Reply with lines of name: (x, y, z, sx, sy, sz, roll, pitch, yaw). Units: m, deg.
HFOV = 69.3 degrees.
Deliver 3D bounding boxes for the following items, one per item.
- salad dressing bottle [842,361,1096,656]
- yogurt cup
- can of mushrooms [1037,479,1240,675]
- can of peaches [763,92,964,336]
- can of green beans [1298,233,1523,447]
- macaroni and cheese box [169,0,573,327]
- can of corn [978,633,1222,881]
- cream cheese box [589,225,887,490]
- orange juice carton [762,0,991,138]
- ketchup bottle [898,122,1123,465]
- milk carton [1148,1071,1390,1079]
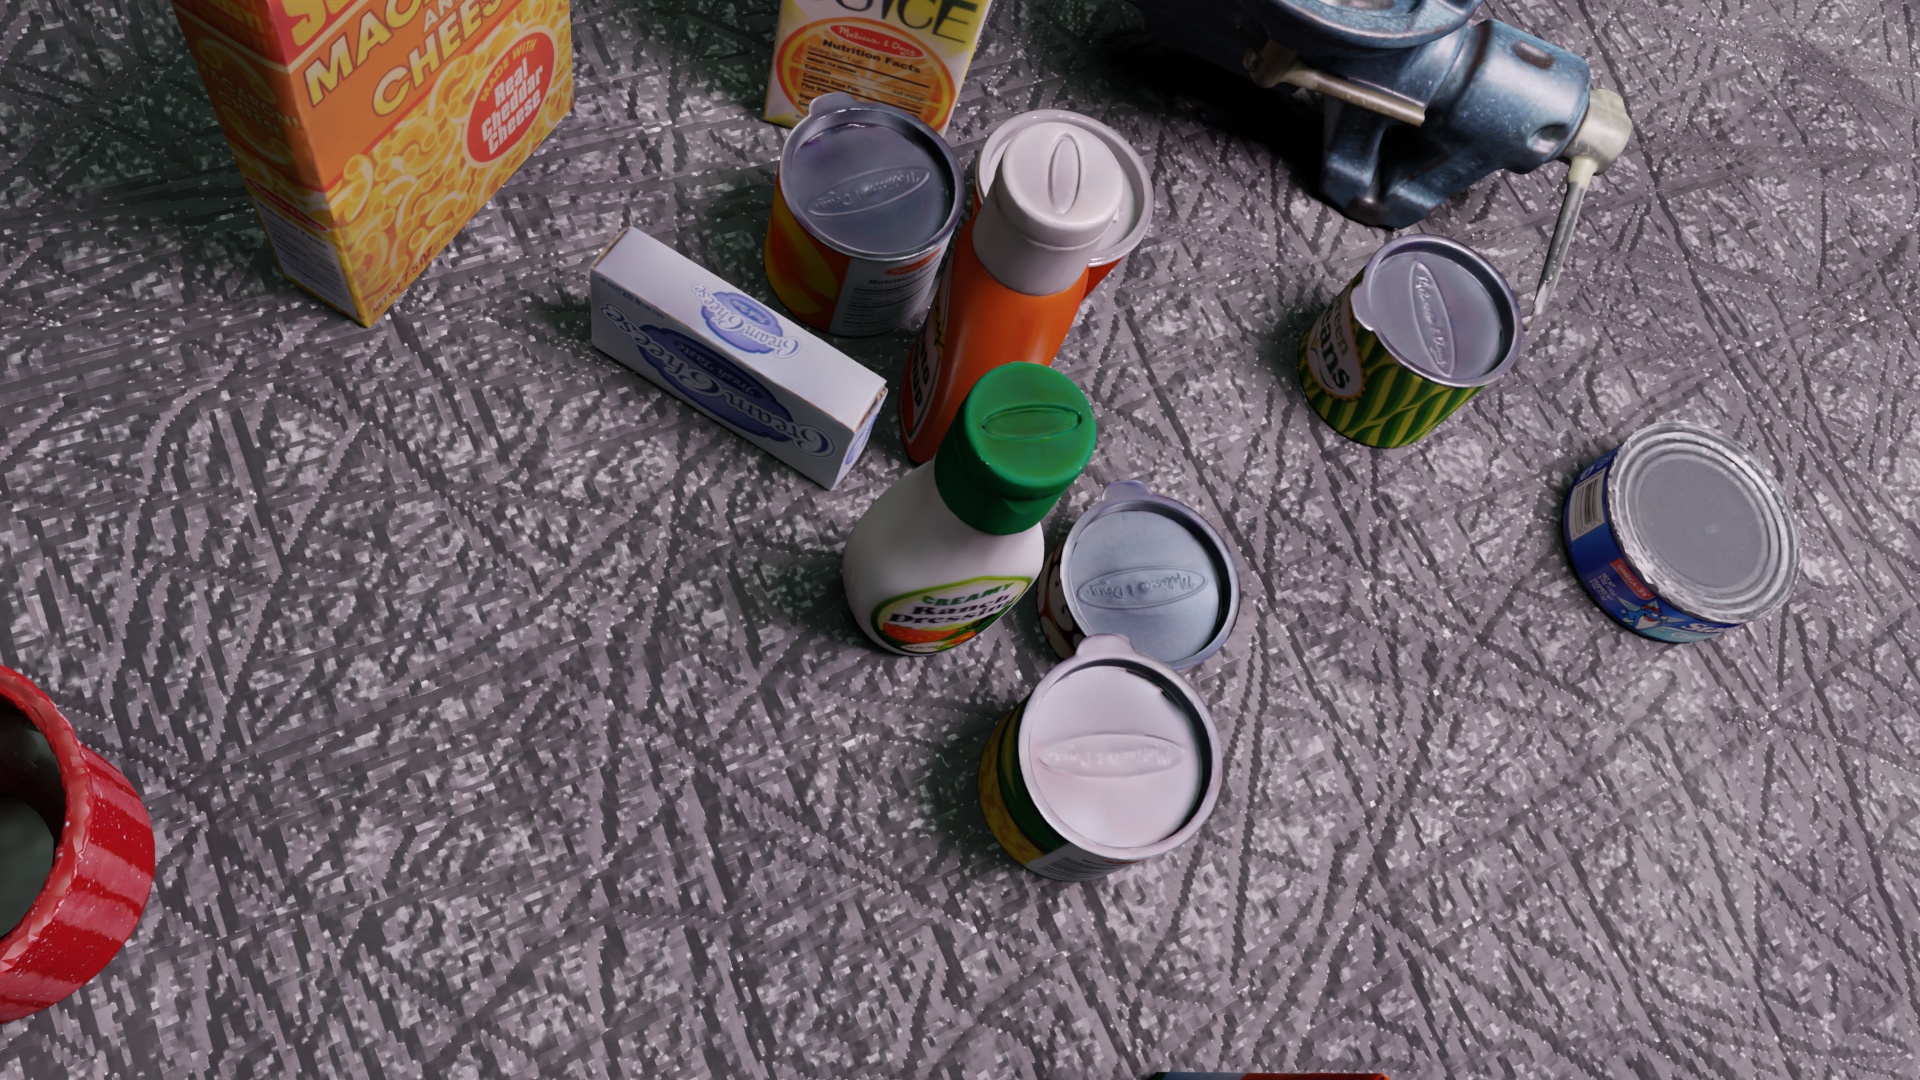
salad dressing bottle: (0.002, -0.005, 0.426, 0.064, 0.147, 0.044, -6, 71, -16)
yogurt cup: (0.033, -0.122, 0.532, 0.072, 0.053, 0.072, 5, 68, -12)
can of mushrooms: (0.062, 0.017, 0.494, 0.071, 0.033, 0.071, 5, 68, -12)
can of peaches: (-0.038, -0.118, 0.511, 0.071, 0.057, 0.071, 5, 68, -12)
can of green beans: (0.175, -0.077, 0.547, 0.071, 0.057, 0.071, 5, 68, -12)
macaroni and cheese box: (-0.175, -0.159, 0.433, 0.040, 0.165, 0.124, 31, 65, 0)
can of corn: (0.043, 0.072, 0.454, 0.071, 0.058, 0.071, 5, 68, -12)
cream cheese box: (-0.078, -0.061, 0.480, 0.104, 0.053, 0.024, 31, 65, 0)
orange juice carton: (-0.019, -0.223, 0.483, 0.073, 0.192, 0.072, 13, 67, -9)
ketchup bottle: (0.014, -0.077, 0.457, 0.043, 0.148, 0.065, 10, 67, -10)
milk carton: (0.079, 0.185, 0.345, 0.074, 0.189, 0.072, -35, 80, -23)
